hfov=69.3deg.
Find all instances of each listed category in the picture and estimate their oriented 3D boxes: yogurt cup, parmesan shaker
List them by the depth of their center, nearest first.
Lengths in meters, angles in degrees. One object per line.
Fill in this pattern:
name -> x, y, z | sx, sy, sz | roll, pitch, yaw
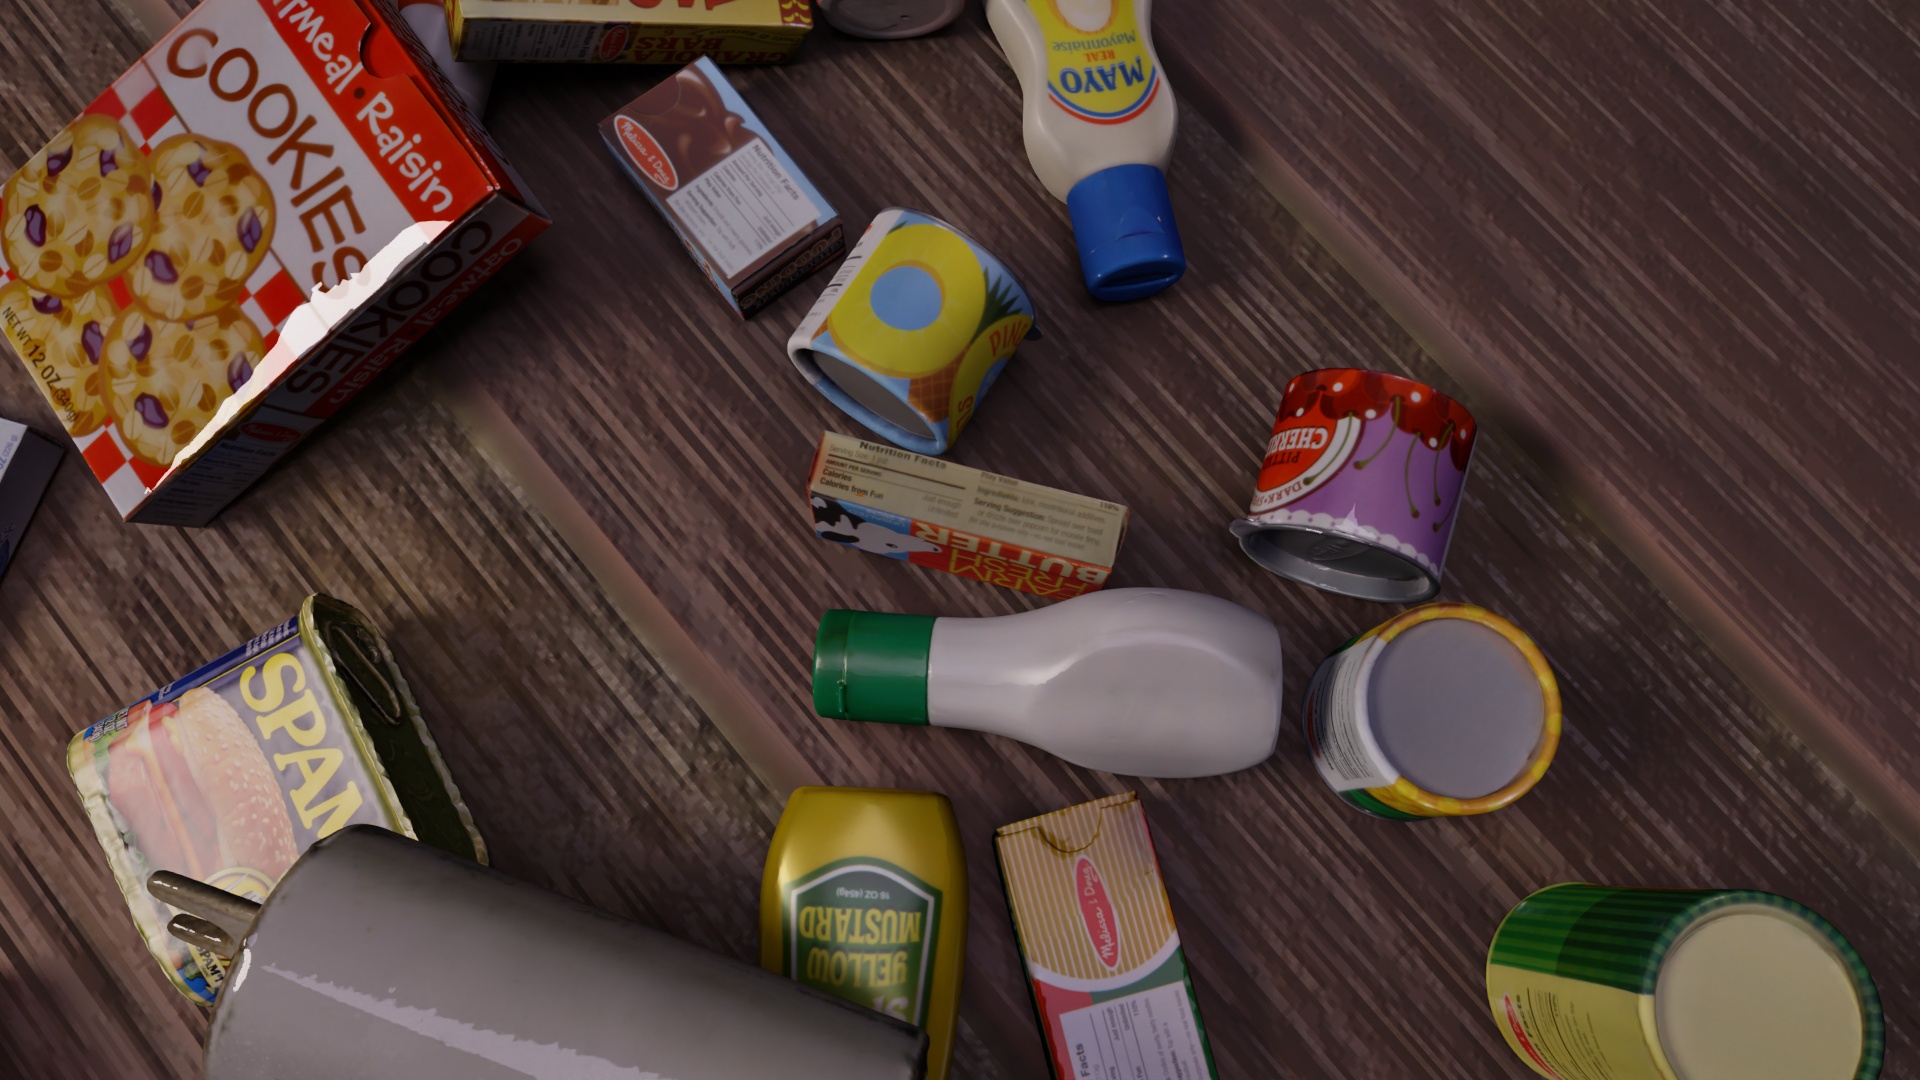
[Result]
parmesan shaker -> 0.210, 0.137, 0.409 | 0.071, 0.103, 0.071 | 0, 77, -2
yogurt cup -> -0.027, -0.221, 0.512 | 0.072, 0.072, 0.054 | -3, 85, -2

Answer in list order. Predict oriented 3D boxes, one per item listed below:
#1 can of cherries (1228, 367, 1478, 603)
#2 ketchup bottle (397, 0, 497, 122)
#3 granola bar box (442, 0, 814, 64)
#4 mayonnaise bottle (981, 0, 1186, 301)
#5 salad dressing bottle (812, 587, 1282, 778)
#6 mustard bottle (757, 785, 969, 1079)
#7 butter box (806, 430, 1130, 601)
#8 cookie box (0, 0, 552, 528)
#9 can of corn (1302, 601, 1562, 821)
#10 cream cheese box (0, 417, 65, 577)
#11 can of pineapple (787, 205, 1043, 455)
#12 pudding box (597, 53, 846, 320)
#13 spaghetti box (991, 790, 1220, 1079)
can of cherries -> 0.131, -0.019, 0.463 | 0.071, 0.071, 0.058 | 19, 77, 3
ketchup bottle -> -0.180, -0.221, 0.516 | 0.065, 0.043, 0.149 | 12, 76, -6
granola bar box -> -0.129, -0.255, 0.496 | 0.124, 0.039, 0.165 | -8, 86, -25
mayonnaise bottle -> 0.049, -0.162, 0.509 | 0.065, 0.041, 0.148 | -10, 76, -6
salad dressing bottle -> 0.027, 0.044, 0.453 | 0.148, 0.044, 0.064 | 3, 121, 5
mustard bottle -> -0.031, 0.157, 0.425 | 0.065, 0.048, 0.160 | 1, 76, 0
butter box -> 0.002, -0.006, 0.464 | 0.103, 0.053, 0.024 | 14, 74, 1
cookie box -> -0.239, -0.104, 0.465 | 0.167, 0.040, 0.123 | -39, 80, 6
can of corn -> 0.154, 0.056, 0.450 | 0.071, 0.058, 0.071 | 0, 77, -1
cream cheese box -> -0.353, 0.004, 0.466 | 0.053, 0.024, 0.104 | 17, 76, 4
can of pineapple -> -0.015, -0.069, 0.472 | 0.071, 0.071, 0.058 | 32, 78, 6
pudding box -> -0.085, -0.128, 0.503 | 0.050, 0.030, 0.084 | -38, 80, -9
spaghetti box -> 0.064, 0.206, 0.426 | 0.050, 0.028, 0.250 | -13, 77, -5
